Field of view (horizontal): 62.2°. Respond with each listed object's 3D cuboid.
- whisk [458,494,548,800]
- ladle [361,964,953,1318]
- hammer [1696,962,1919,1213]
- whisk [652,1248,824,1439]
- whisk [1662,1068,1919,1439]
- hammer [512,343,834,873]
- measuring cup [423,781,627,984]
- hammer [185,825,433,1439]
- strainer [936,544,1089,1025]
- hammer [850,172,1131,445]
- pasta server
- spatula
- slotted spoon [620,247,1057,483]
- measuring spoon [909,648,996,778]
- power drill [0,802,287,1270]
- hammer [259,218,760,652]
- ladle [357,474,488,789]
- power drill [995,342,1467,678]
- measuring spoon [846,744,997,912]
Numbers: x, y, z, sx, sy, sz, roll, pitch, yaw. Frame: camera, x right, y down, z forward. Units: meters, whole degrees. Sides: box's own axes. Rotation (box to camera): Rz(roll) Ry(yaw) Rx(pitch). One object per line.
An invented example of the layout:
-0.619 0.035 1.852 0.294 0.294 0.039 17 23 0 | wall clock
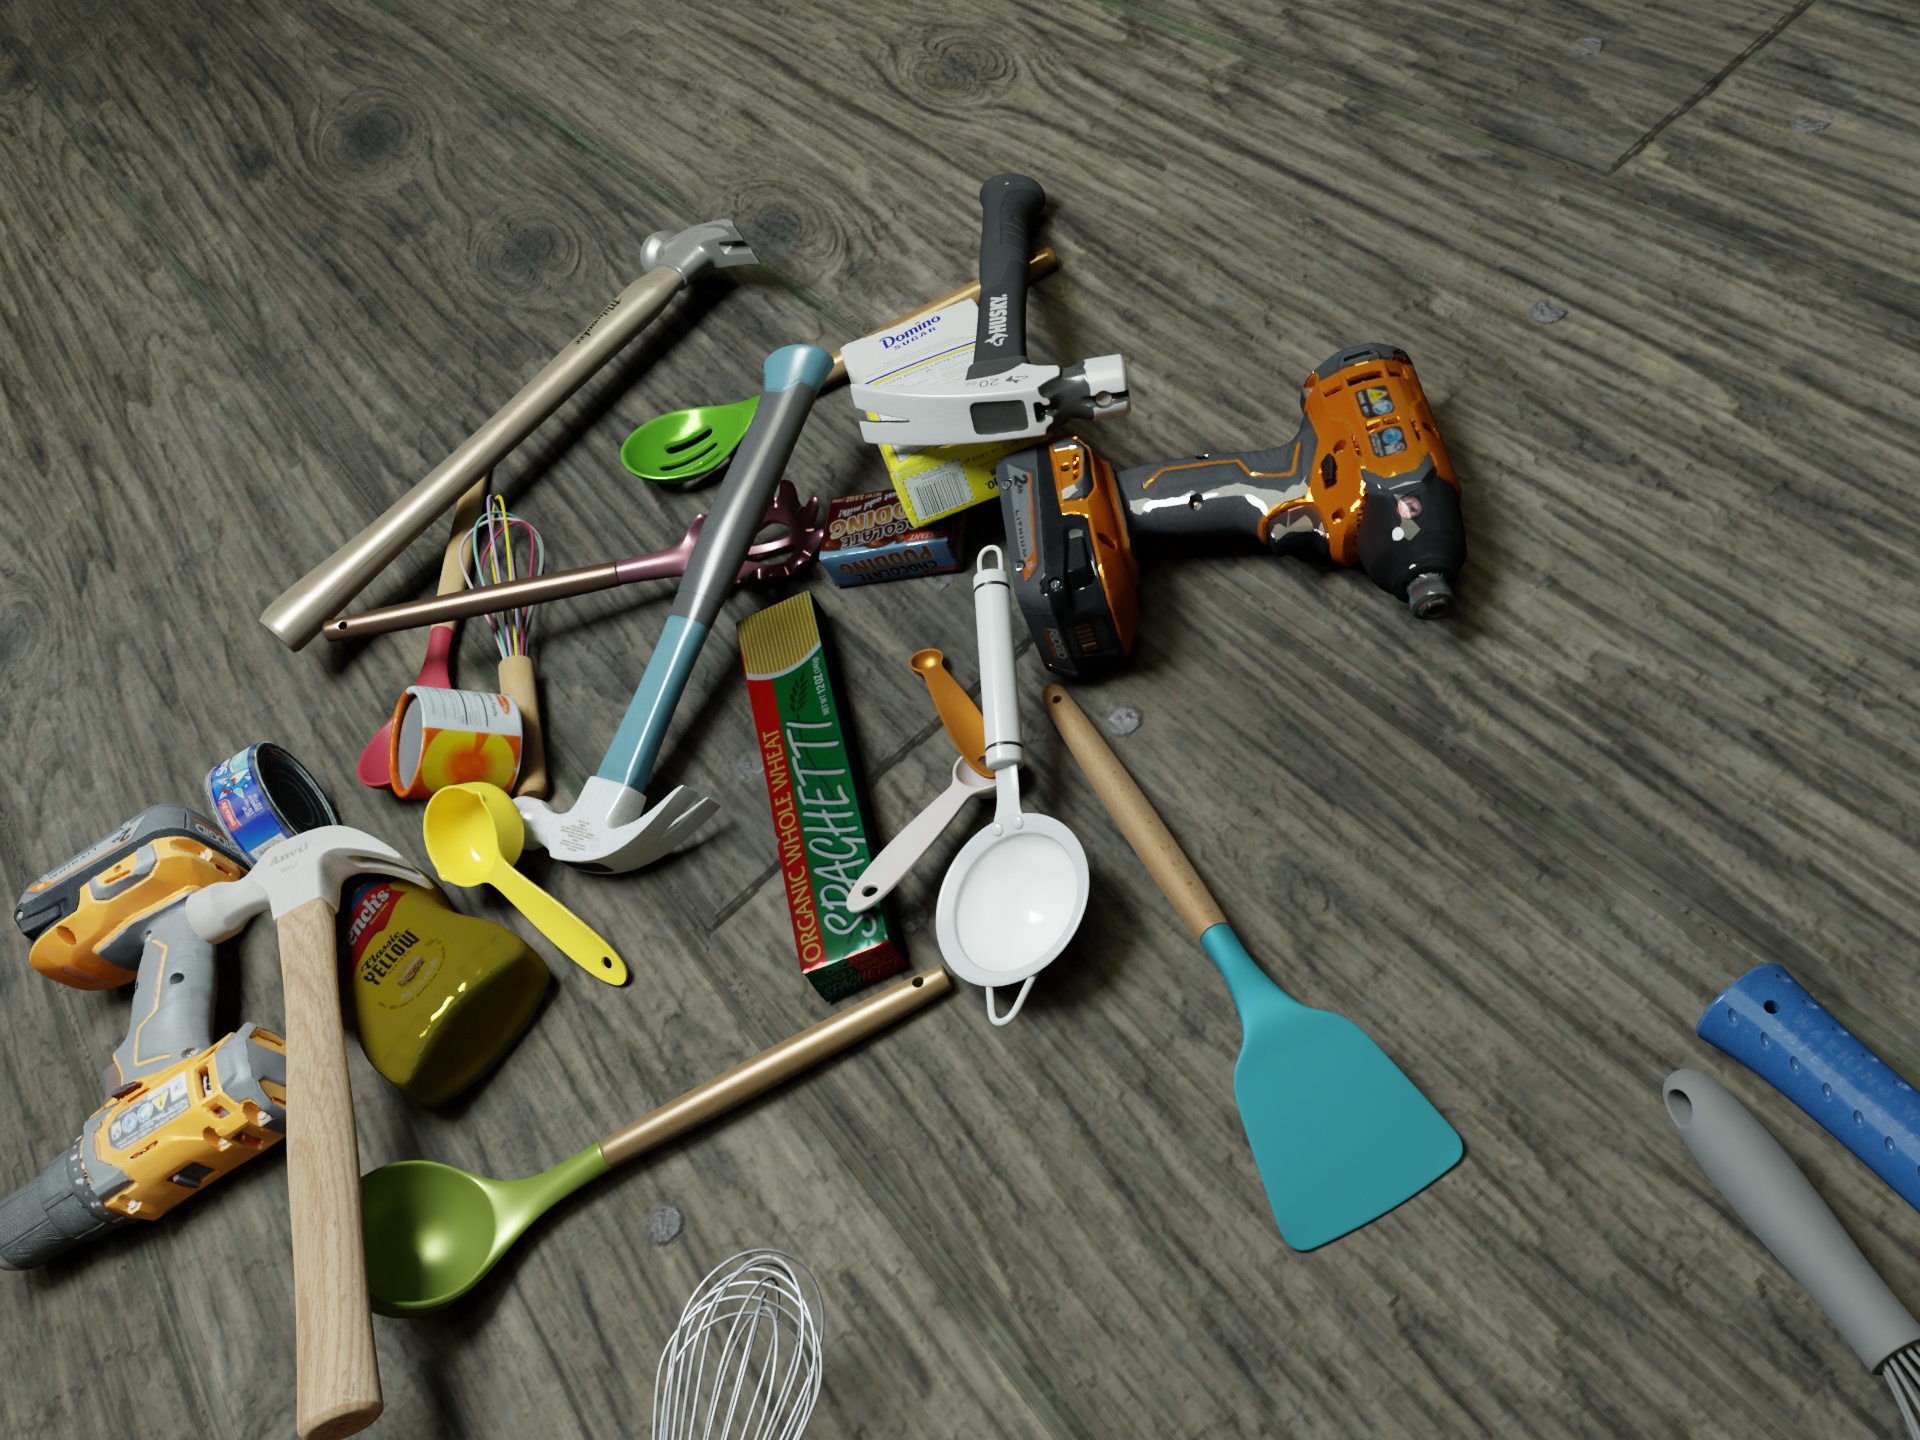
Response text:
-0.281 -0.048 1.004 0.047 0.051 0.245 -36 51 24 | whisk
-0.151 0.191 0.760 0.320 0.062 0.078 -28 50 1 | ladle
0.409 0.224 0.495 0.144 0.035 0.406 -37 50 -3 | hammer
-0.111 0.347 0.608 0.070 0.070 0.285 7 73 28 | whisk
0.317 0.216 0.540 0.055 0.055 0.239 -29 45 3 | whisk
-0.151 -0.068 0.912 0.128 0.033 0.331 13 75 35 | hammer
-0.231 0.090 0.871 0.157 0.029 0.062 37 114 17 | measuring cup
-0.308 0.181 0.770 0.130 0.031 0.332 -27 49 2 | hammer
0.025 0.026 0.781 0.087 0.050 0.259 -19 62 30 | strainer
0.020 -0.257 0.954 0.146 0.035 0.335 -8 37 8 | hammer
-0.237 -0.087 0.969 0.316 0.040 0.060 -11 77 2 | pasta server
0.107 0.088 0.739 0.082 0.044 0.318 -31 45 1 | spatula
-0.078 -0.234 1.048 0.314 0.031 0.070 -27 50 2 | slotted spoon
-0.001 -0.003 0.848 0.021 0.011 0.117 -22 41 -8 | measuring spoon
-0.474 0.180 0.900 0.185 0.084 0.226 -33 54 2 | power drill
-0.304 -0.198 1.076 0.411 0.038 0.146 -48 31 -15 | hammer
-0.341 -0.078 1.056 0.069 0.031 0.316 -14 50 15 | ladle
0.141 -0.097 0.818 0.226 0.084 0.164 -14 53 10 | power drill
-0.013 0.057 0.801 0.034 0.018 0.124 20 53 38 | measuring spoon
